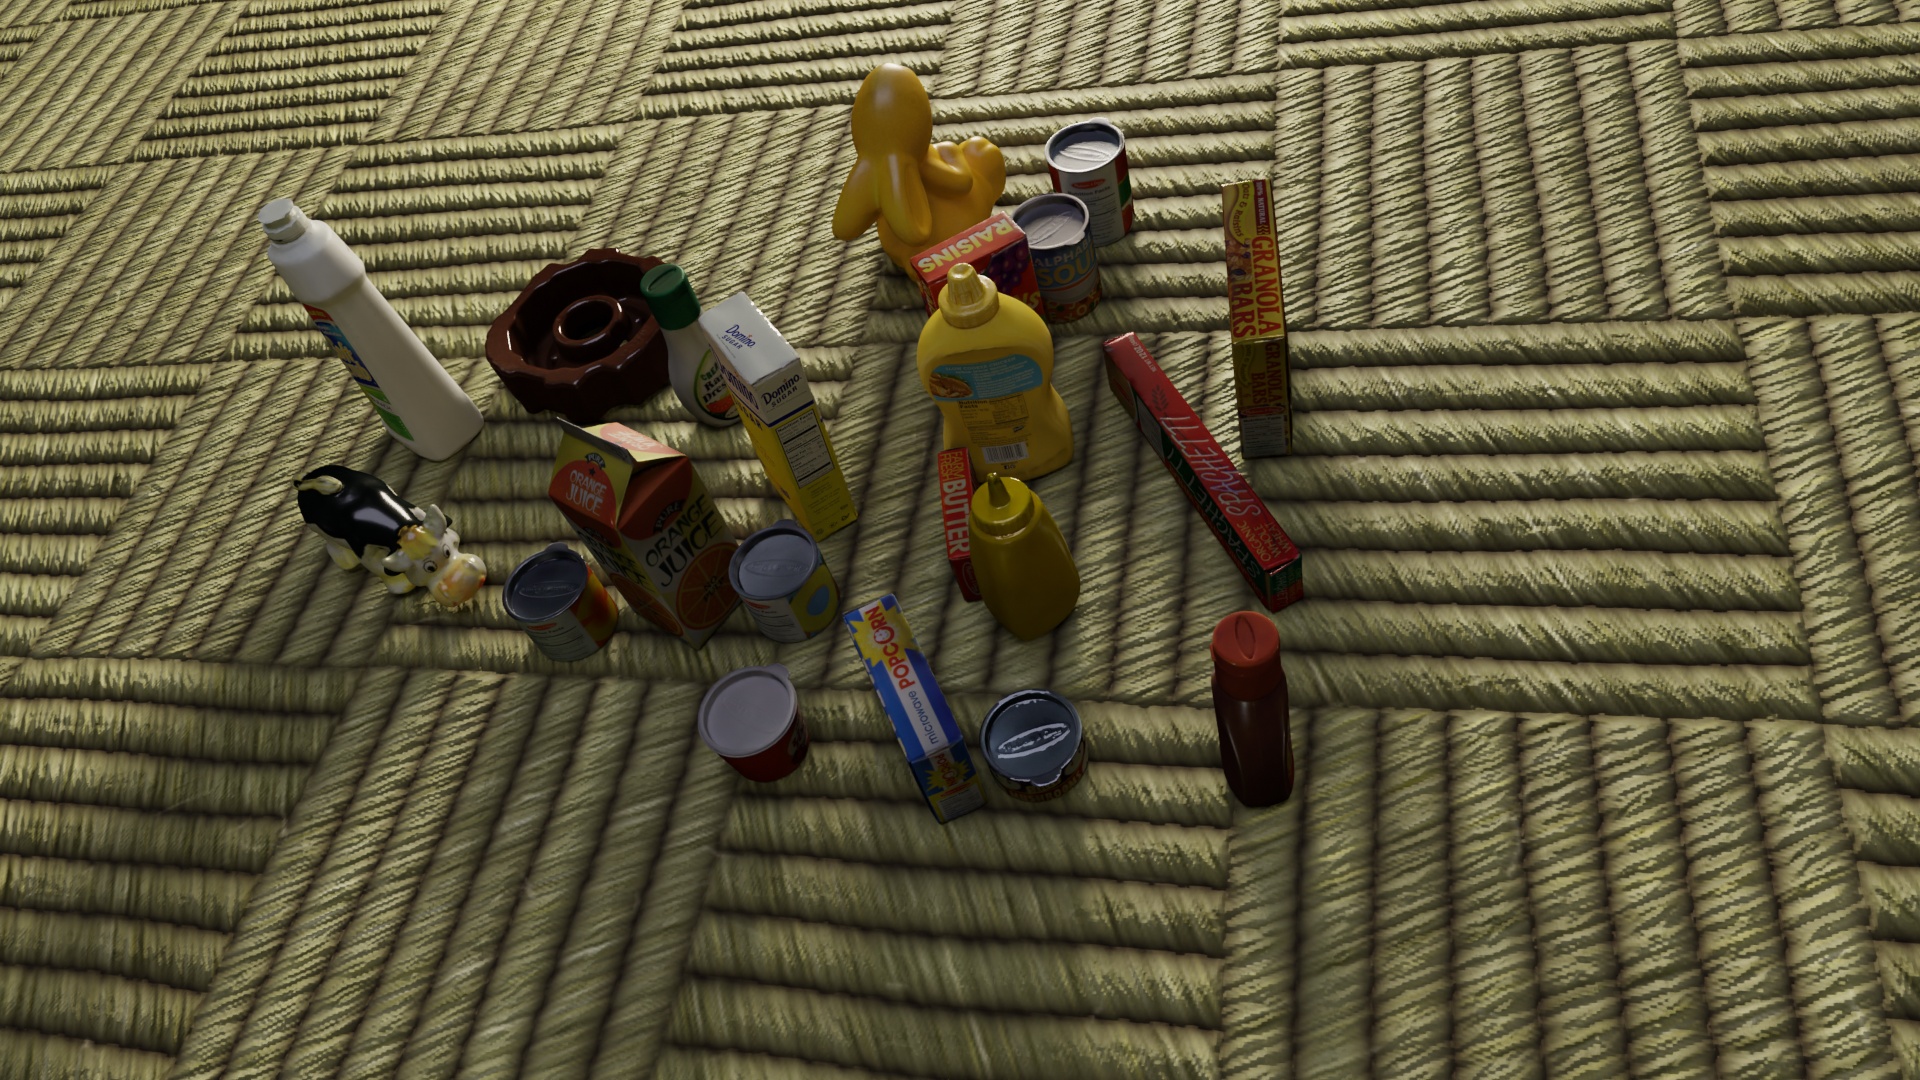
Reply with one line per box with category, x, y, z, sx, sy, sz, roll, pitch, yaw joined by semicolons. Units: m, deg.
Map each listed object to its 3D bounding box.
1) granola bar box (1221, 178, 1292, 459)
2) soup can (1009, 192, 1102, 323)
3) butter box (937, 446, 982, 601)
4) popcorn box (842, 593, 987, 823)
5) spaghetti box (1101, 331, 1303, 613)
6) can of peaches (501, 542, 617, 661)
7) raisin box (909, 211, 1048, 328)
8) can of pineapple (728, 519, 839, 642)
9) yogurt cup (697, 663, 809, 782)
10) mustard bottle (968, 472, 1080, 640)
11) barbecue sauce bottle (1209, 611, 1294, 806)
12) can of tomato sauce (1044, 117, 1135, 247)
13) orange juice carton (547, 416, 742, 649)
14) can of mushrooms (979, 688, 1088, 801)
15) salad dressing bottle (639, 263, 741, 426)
granola bar box;0.216;-0.161;1.011;0.039;0.123;0.166;-4;52;12
soup can;0.079;-0.226;1.125;0.071;0.083;0.072;-8;52;10
butter box;0.004;-0.013;1.000;0.024;0.053;0.104;-12;51;7
popcorn box;-0.029;0.108;0.895;0.038;0.085;0.127;-25;51;-4
spaghetti box;0.169;-0.054;0.989;0.029;0.050;0.251;-25;51;-4
can of peaches;-0.296;0.046;1.033;0.071;0.057;0.071;-8;52;10
raisin box;0.018;-0.183;1.083;0.086;0.122;0.040;-28;51;-6
can of pineapple;-0.125;0.030;0.999;0.071;0.057;0.071;-8;52;10
yogurt cup;-0.135;0.126;0.930;0.072;0.053;0.073;-8;52;10
mustard bottle;0.037;0.002;0.910;0.065;0.159;0.049;-36;53;-13
barbecue sauce bottle;0.170;0.096;0.809;0.043;0.148;0.065;-10;51;8
can of tomato sauce;0.111;-0.302;1.175;0.071;0.082;0.071;-8;52;10
orange juice carton;-0.218;-0.013;0.971;0.072;0.191;0.073;25;63;30
can of mushrooms;0.048;0.133;0.888;0.071;0.033;0.071;-7;52;10
salad dressing bottle;-0.211;-0.154;1.107;0.044;0.147;0.064;33;67;33
